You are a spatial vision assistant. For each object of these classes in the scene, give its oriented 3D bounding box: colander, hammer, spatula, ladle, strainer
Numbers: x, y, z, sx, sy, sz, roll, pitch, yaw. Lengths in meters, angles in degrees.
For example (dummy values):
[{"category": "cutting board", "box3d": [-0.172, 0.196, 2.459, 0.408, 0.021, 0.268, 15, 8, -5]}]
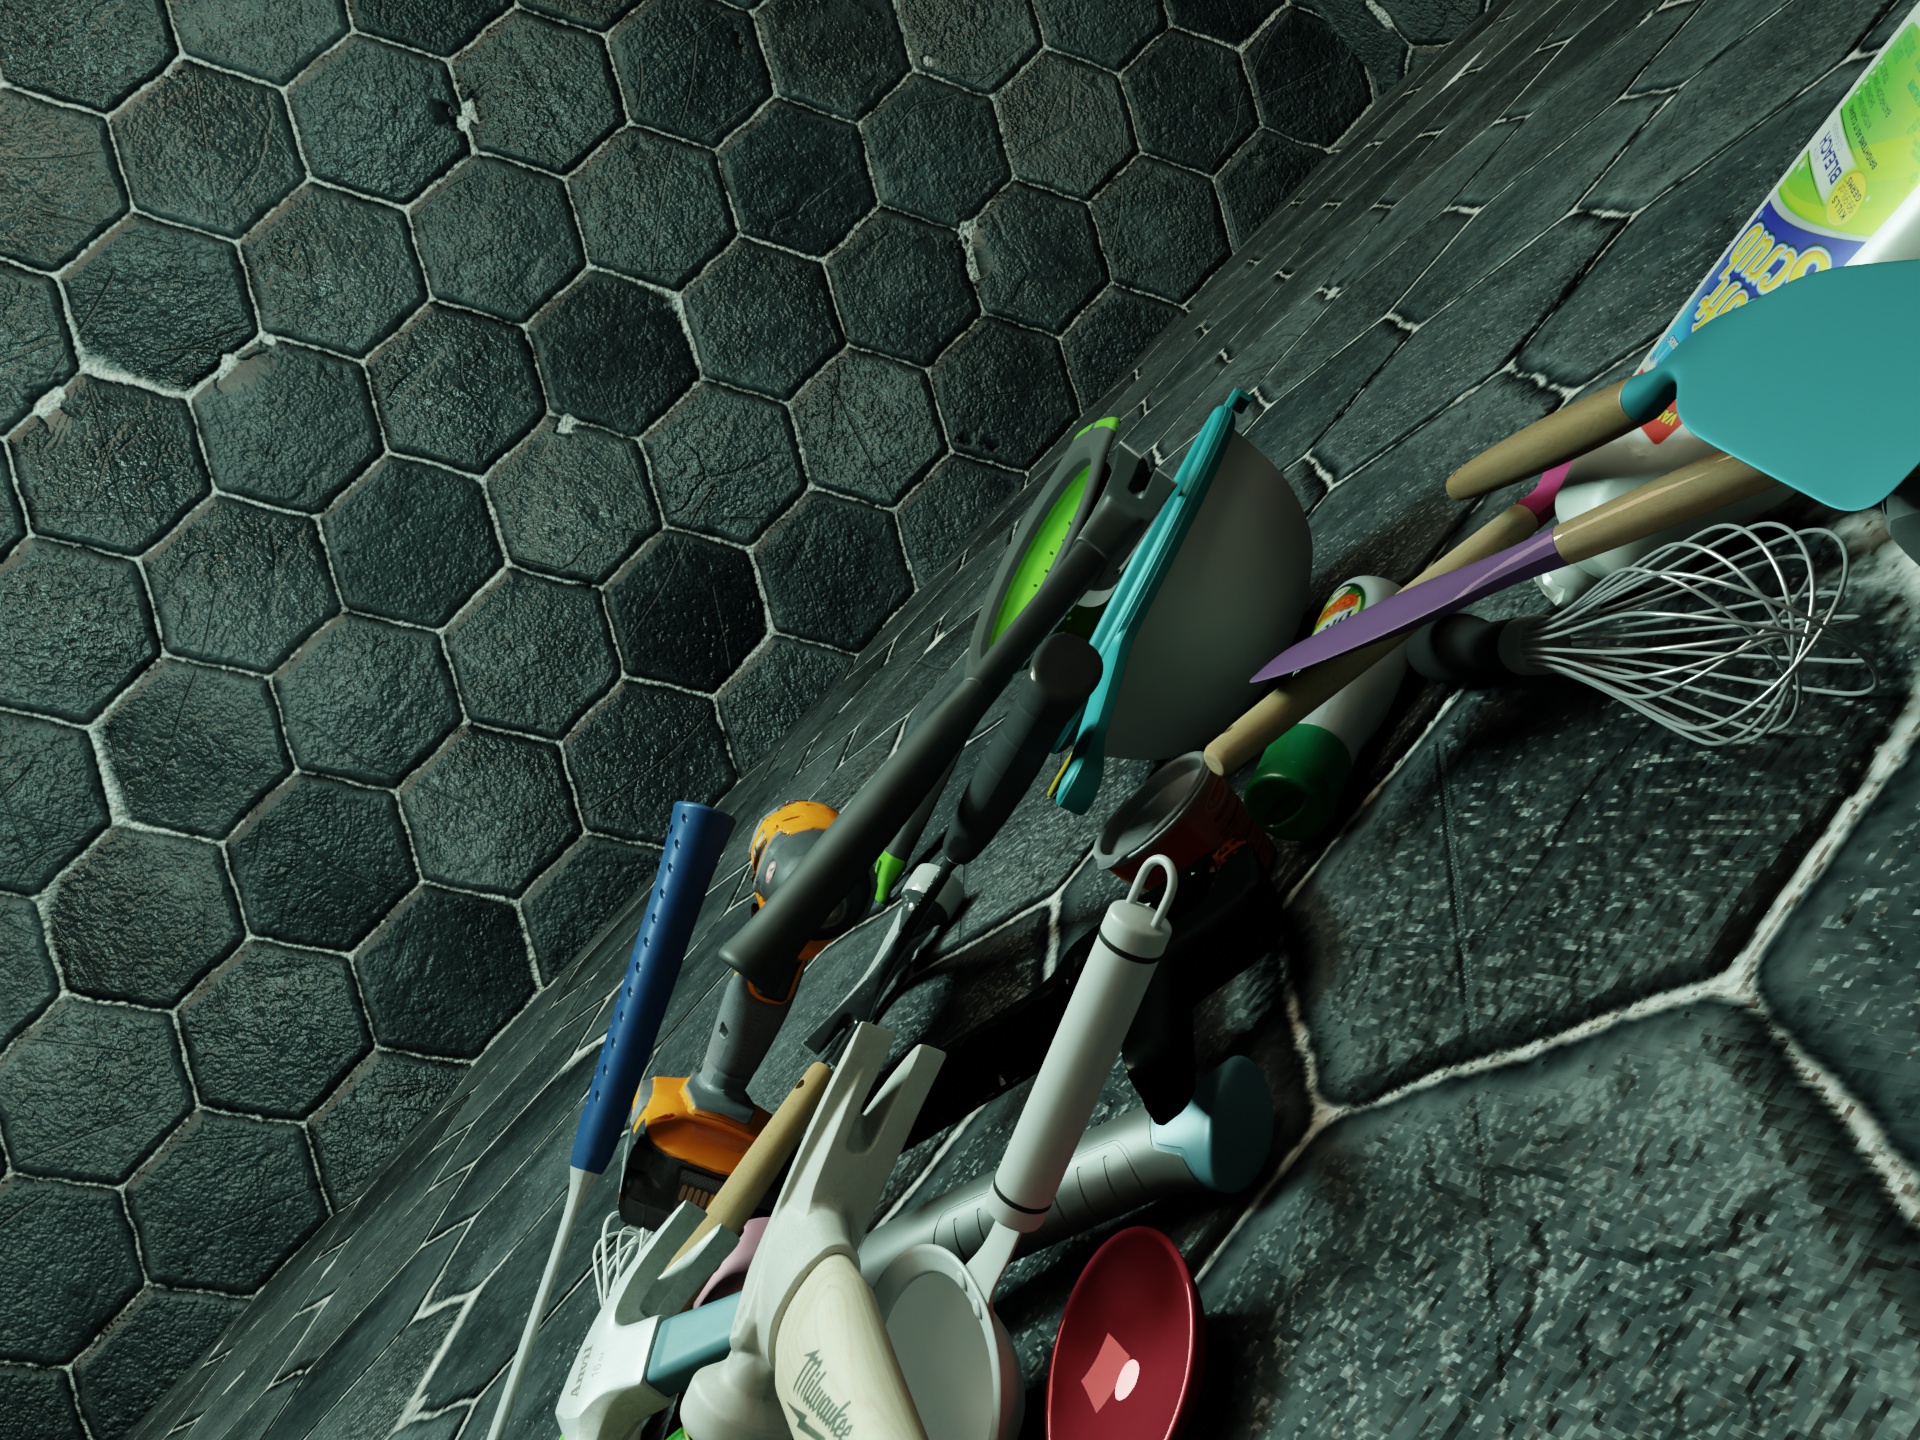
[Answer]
[{"category": "colander", "box3d": [0.055, -0.029, 1.198, 0.397, 0.094, 0.204, -64, 11, -1]}, {"category": "hammer", "box3d": [0.001, 0.197, 0.346, 0.146, 0.038, 0.411, -66, 17, 1]}, {"category": "spatula", "box3d": [0.223, -0.094, 0.529, 0.082, 0.044, 0.317, -50, 0, 0]}, {"category": "hammer", "box3d": [-0.001, -0.002, 0.771, 0.335, 0.035, 0.146, -50, -6, -26]}, {"category": "hammer", "box3d": [-0.030, 0.203, 0.584, 0.331, 0.033, 0.128, -32, 28, 27]}, {"category": "ladle", "box3d": [0.016, 0.247, 0.356, 0.069, 0.031, 0.316, -48, 8, 35]}, {"category": "hammer", "box3d": [-0.195, 0.238, 0.806, 0.144, 0.035, 0.406, 155, 133, -69]}, {"category": "strainer", "box3d": [0.119, -0.029, 0.818, 0.211, 0.095, 0.340, -64, 0, 30]}, {"category": "spatula", "box3d": [0.227, -0.069, 0.538, 0.316, 0.018, 0.060, -25, 6, 42]}, {"category": "strainer", "box3d": [0.017, 0.152, 0.482, 0.087, 0.050, 0.258, 50, 126, 53]}, {"category": "hammer", "box3d": [-0.005, 0.070, 0.822, 0.149, 0.036, 0.408, -55, -4, -30]}]

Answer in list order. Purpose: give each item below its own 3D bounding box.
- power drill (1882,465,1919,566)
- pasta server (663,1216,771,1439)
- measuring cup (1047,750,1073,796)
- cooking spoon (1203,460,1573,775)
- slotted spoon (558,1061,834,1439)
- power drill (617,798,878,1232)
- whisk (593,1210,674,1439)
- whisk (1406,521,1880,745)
[{"category": "power drill", "box3d": [0.321, -0.106, 0.312, 0.190, 0.080, 0.228, -55, 11, 0]}, {"category": "pasta server", "box3d": [-0.109, 0.308, 0.636, 0.060, 0.040, 0.316, -42, 14, 19]}, {"category": "measuring cup", "box3d": [0.109, -0.007, 1.024, 0.156, 0.029, 0.062, -56, -14, 13]}, {"category": "cooking spoon", "box3d": [0.221, -0.071, 0.672, 0.319, 0.017, 0.069, -36, 6, -18]}, {"category": "slotted spoon", "box3d": [-0.147, 0.281, 0.692, 0.070, 0.031, 0.314, -3, 45, 55]}, {"category": "power drill", "box3d": [-0.108, 0.158, 0.846, 0.164, 0.084, 0.226, -156, 87, -79]}, {"category": "whisk", "box3d": [-0.162, 0.313, 0.763, 0.058, 0.059, 0.246, -42, 15, 7]}, {"category": "whisk", "box3d": [0.219, -0.027, 0.565, 0.070, 0.070, 0.284, -46, 4, -3]}]
